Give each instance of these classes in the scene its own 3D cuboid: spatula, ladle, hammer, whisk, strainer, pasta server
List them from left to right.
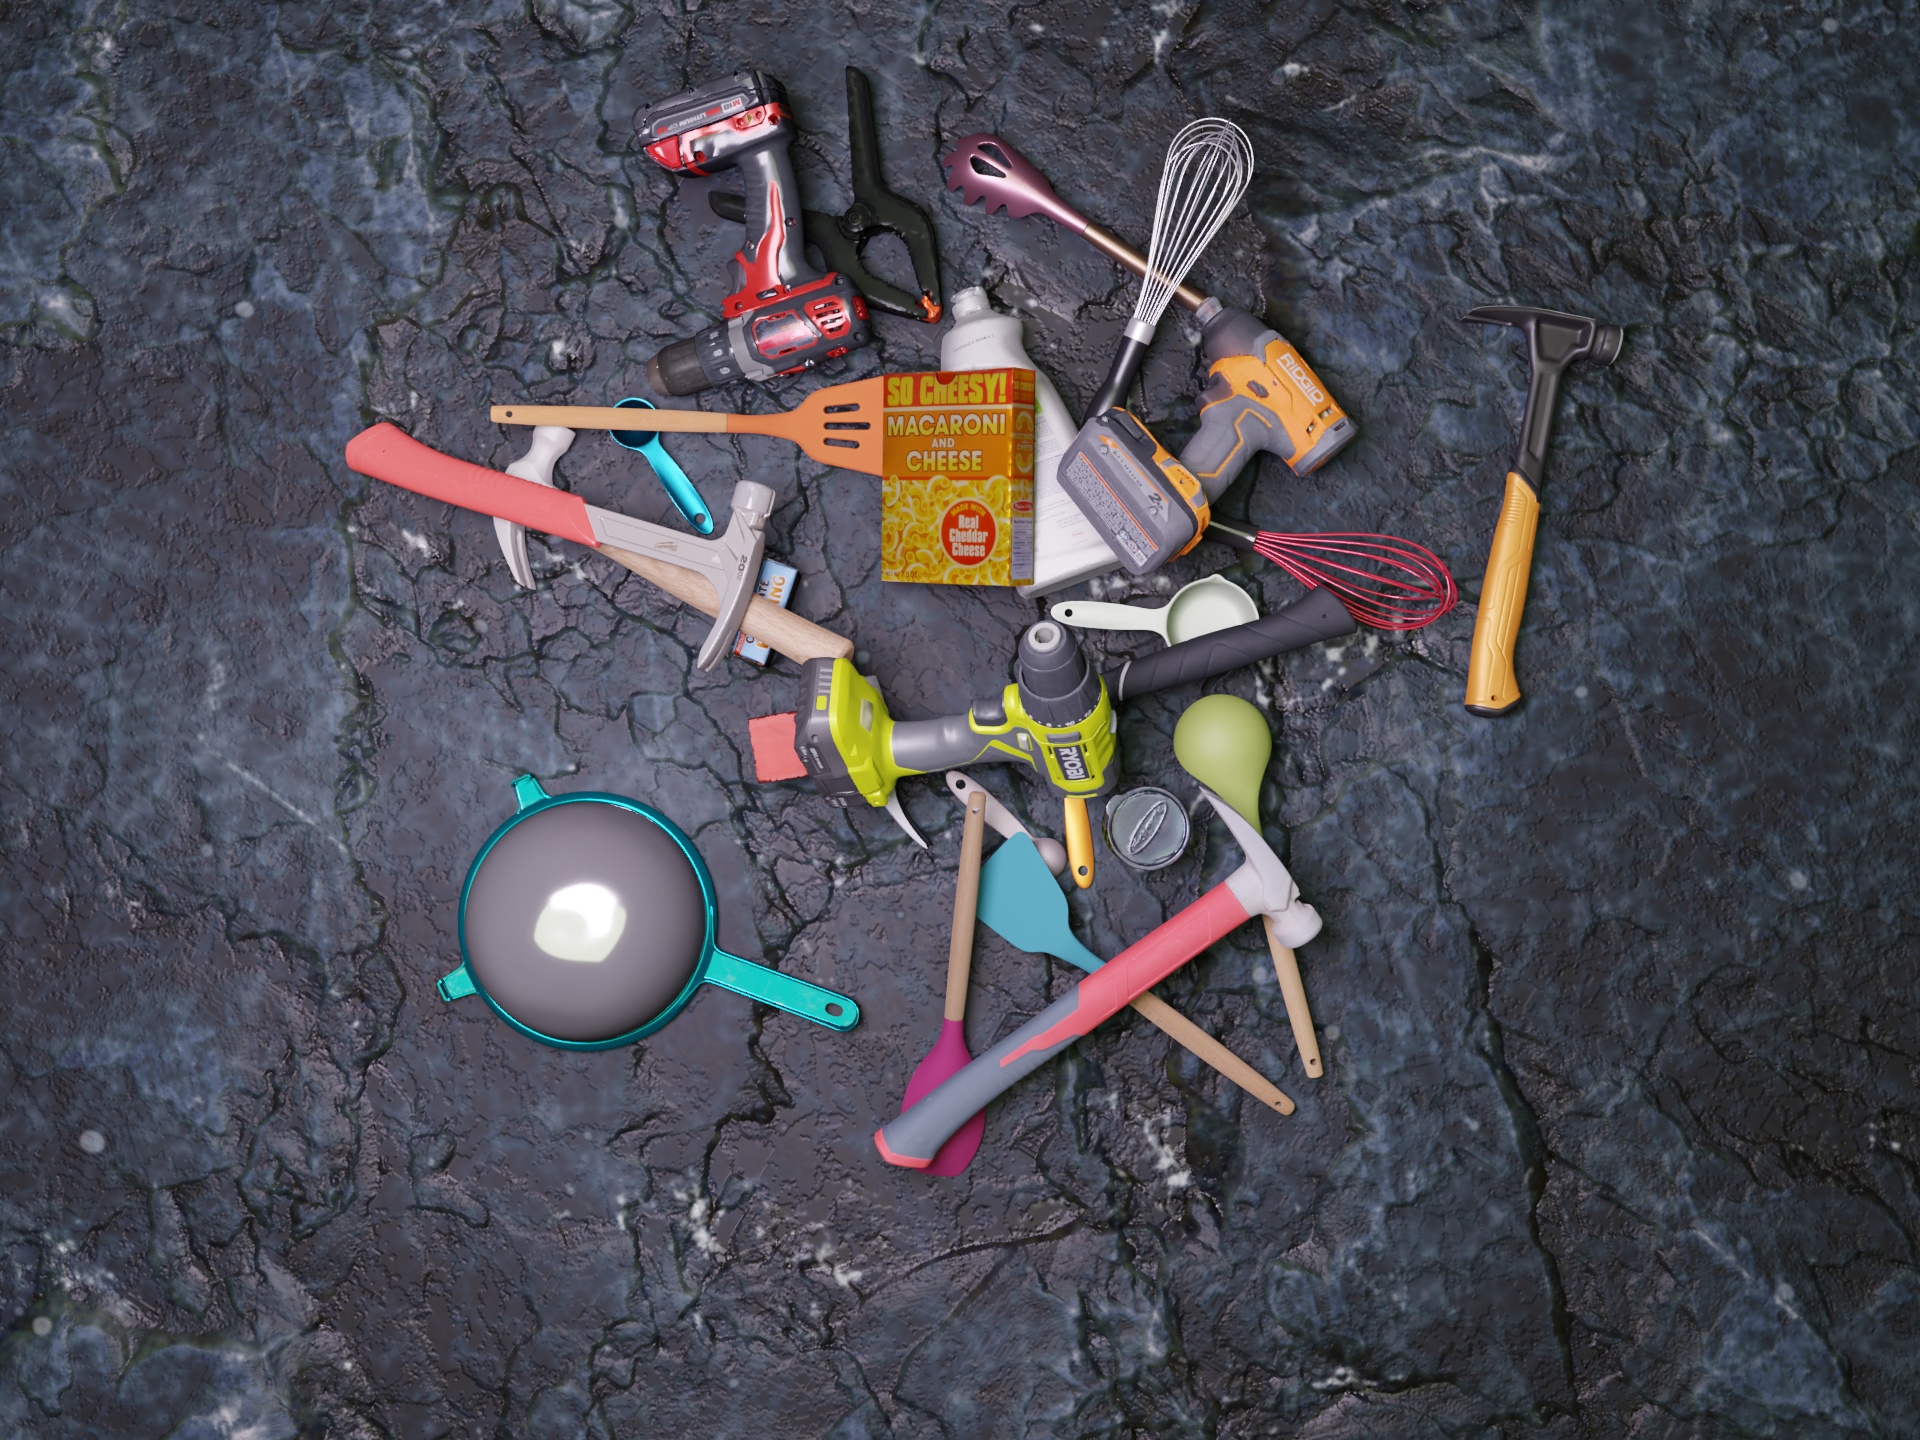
[{"bbox_3d":[-0.327,-0.157,1.254,0.359,0.036,0.149,17,87,13],"label":"hammer"},{"bbox_3d":[-0.243,0.183,1.252,0.340,0.095,0.211,20,88,2],"label":"strainer"},{"bbox_3d":[-0.231,-0.117,1.262,0.331,0.031,0.130,28,90,15],"label":"hammer"},{"bbox_3d":[-0.213,-0.242,1.283,0.322,0.041,0.081,0,98,-9],"label":"spatula"},{"bbox_3d":[0.085,0.214,1.241,0.386,0.038,0.143,-36,98,5],"label":"hammer"},{"bbox_3d":[0.113,-0.020,1.264,0.409,0.036,0.149,-18,88,7],"label":"hammer"},{"bbox_3d":[0.125,-0.389,1.312,0.316,0.040,0.060,32,88,-3],"label":"pasta server"},{"bbox_3d":[0.144,0.217,1.285,0.317,0.044,0.082,38,106,-5],"label":"spatula"},{"bbox_3d":[0.157,-0.343,1.275,0.070,0.070,0.284,23,104,1],"label":"whisk"},{"bbox_3d":[0.245,0.134,1.290,0.078,0.062,0.320,-16,95,-1],"label":"ladle"},{"bbox_3d":[0.256,-0.139,1.286,0.296,0.073,0.073,19,88,6],"label":"whisk"},{"bbox_3d":[0.449,-0.170,1.299,0.127,0.034,0.337,10,88,-1],"label":"hammer"}]

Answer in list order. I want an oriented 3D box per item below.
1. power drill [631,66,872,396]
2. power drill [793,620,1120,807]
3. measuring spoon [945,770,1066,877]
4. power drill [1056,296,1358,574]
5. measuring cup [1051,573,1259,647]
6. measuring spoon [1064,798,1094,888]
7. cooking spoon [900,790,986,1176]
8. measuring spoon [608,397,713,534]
[{"bbox_3d":[-0.188,-0.378,1.267,0.188,0.080,0.226,-15,100,12],"label":"power drill"},{"bbox_3d":[-0.002,-0.004,1.174,0.228,0.190,0.080,-5,59,12],"label":"power drill"},{"bbox_3d":[0.036,0.083,1.296,0.124,0.018,0.034,41,88,2],"label":"measuring spoon"},{"bbox_3d":[0.186,-0.231,1.244,0.226,0.084,0.164,-35,84,-25],"label":"power drill"},{"bbox_3d":[0.158,-0.080,1.296,0.167,0.038,0.083,6,89,6],"label":"measuring cup"},{"bbox_3d":[0.095,0.079,1.299,0.021,0.011,0.117,-7,88,0],"label":"measuring spoon"},{"bbox_3d":[-0.003,0.213,1.271,0.069,0.017,0.319,6,97,0],"label":"cooking spoon"},{"bbox_3d":[-0.244,-0.207,1.310,0.042,0.021,0.128,-35,97,-8],"label":"measuring spoon"}]
